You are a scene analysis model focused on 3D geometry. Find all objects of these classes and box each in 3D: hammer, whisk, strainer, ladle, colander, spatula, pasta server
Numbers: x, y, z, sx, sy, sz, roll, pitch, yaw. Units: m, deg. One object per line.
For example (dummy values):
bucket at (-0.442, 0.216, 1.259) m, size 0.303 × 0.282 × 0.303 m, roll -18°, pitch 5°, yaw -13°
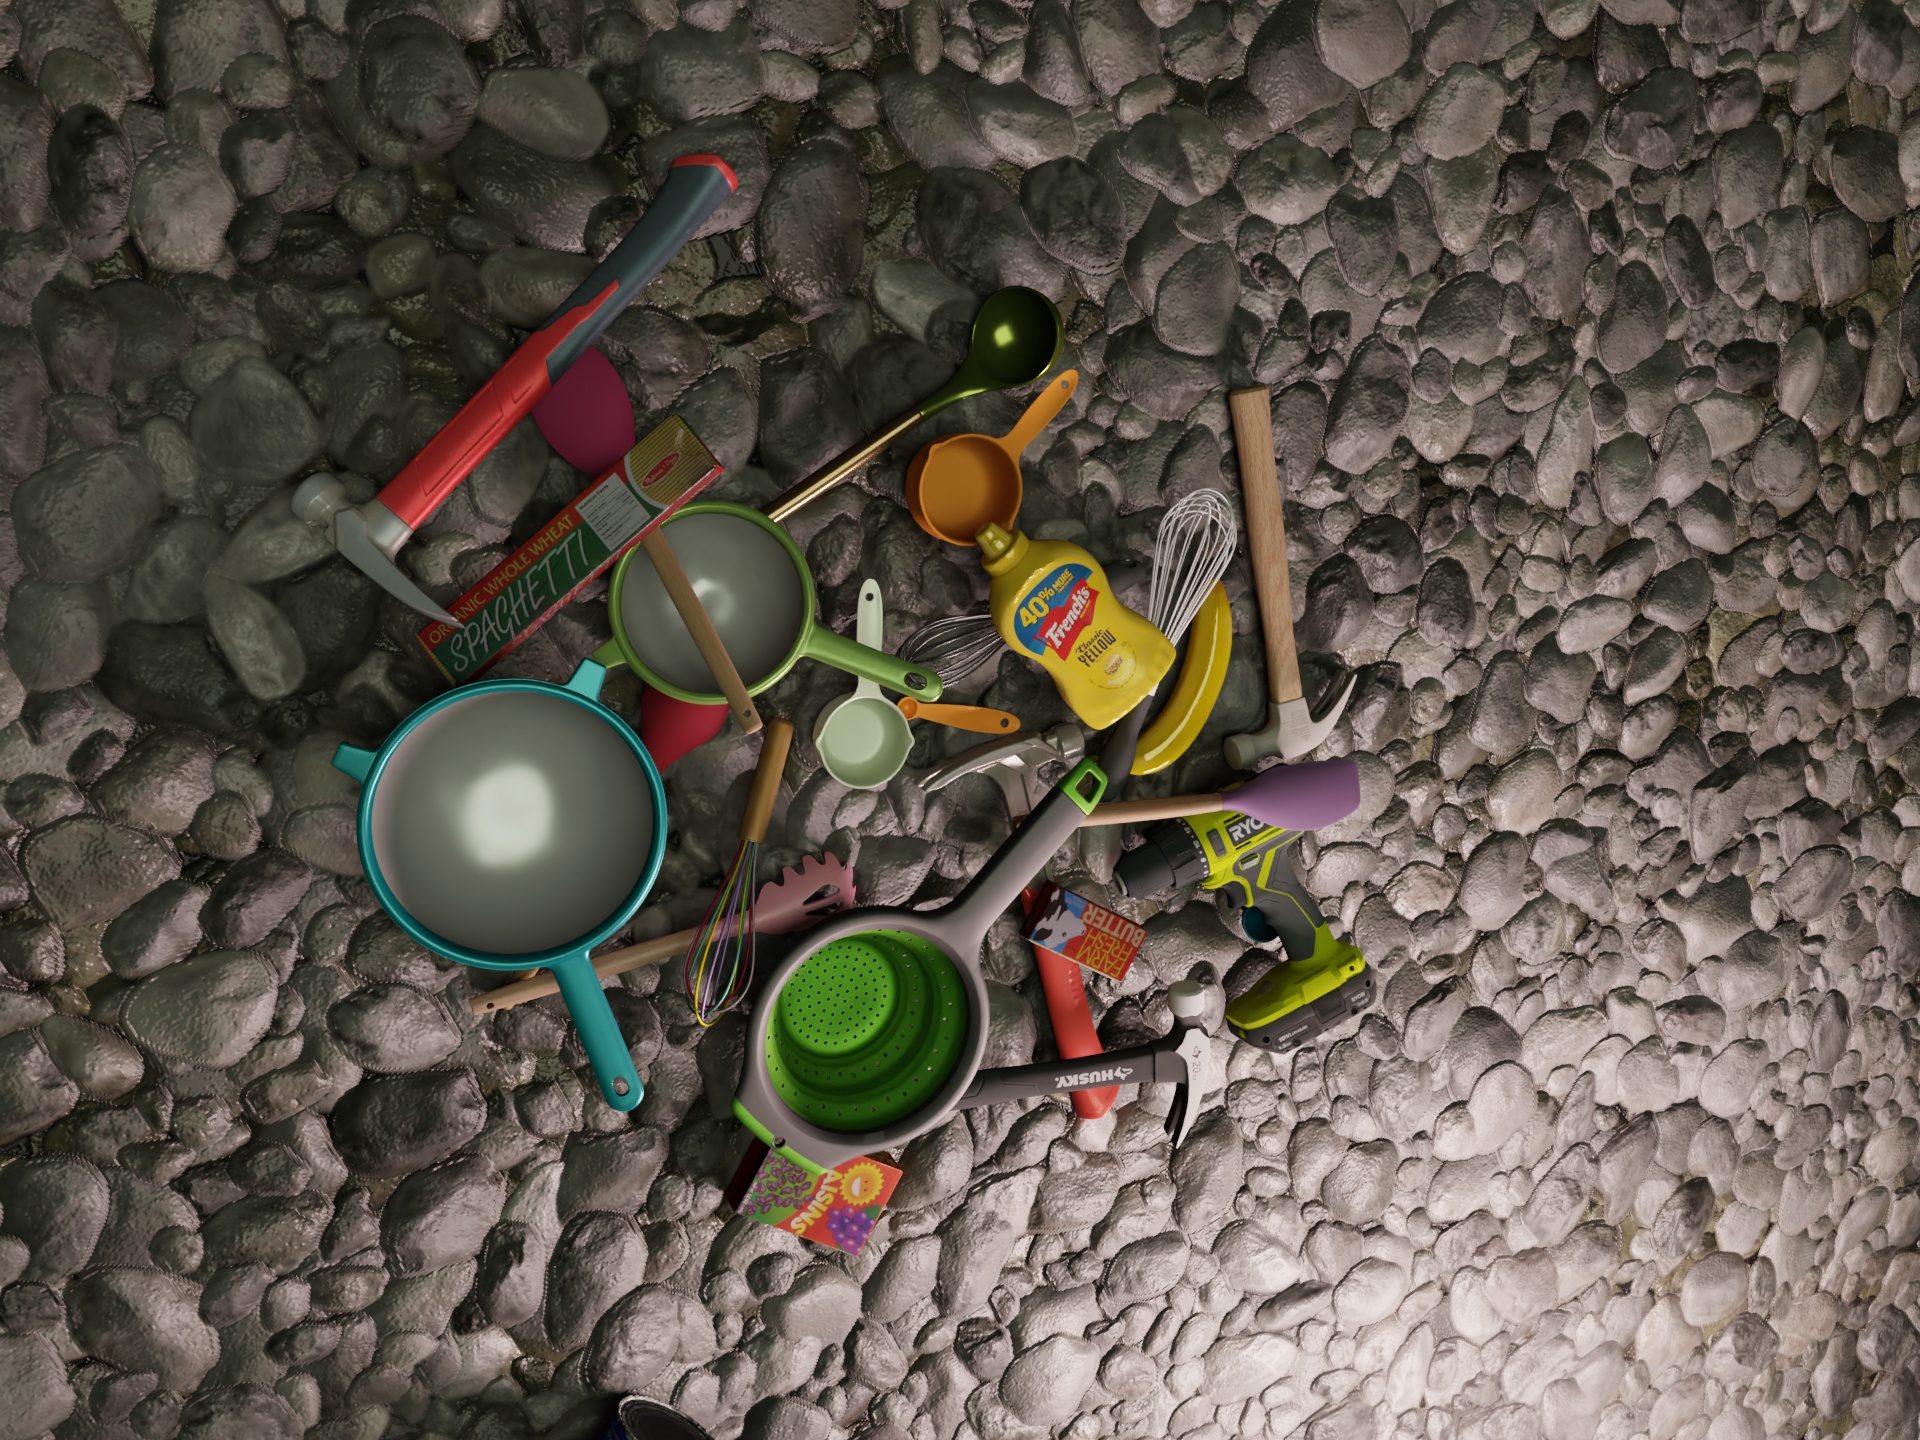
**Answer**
hammer at (0.070, 0.187, 1.378) m, size 0.149 × 0.037 × 0.359 m, roll -19°, pitch 107°, yaw -18°
whisk at (0.054, -0.085, 1.310) m, size 0.239 × 0.055 × 0.055 m, roll -24°, pitch 109°, yaw -20°
strainer at (-0.135, -0.067, 1.196) m, size 0.256 × 0.069 × 0.151 m, roll 21°, pitch 86°, yaw -5°
ladle at (-0.270, 0.085, 1.222) m, size 0.069 × 0.031 × 0.315 m, roll 31°, pitch 90°, yaw -23°
whisk at (0.167, -0.062, 1.343) m, size 0.070 × 0.070 × 0.284 m, roll 17°, pitch 94°, yaw -25°
strainer at (-0.304, 0.125, 1.173) m, size 0.211 × 0.095 × 0.340 m, roll -21°, pitch 106°, yaw -10°
whisk at (-0.168, 0.116, 1.236) m, size 0.047 × 0.051 × 0.245 m, roll 23°, pitch 74°, yaw -35°
colander at (-0.032, 0.178, 1.300) m, size 0.397 × 0.095 × 0.204 m, roll -48°, pitch 114°, yaw -7°
spatula at (0.197, 0.074, 1.357) m, size 0.316 × 0.018 × 0.060 m, roll -5°, pitch 93°, yaw -13°
pasta server at (-0.226, 0.173, 1.250) m, size 0.316 × 0.040 × 0.060 m, roll -16°, pitch 107°, yaw -19°
hammer at (-0.282, -0.244, 1.117) m, size 0.143 × 0.038 × 0.386 m, roll 40°, pitch 80°, yaw 5°
hammer at (0.052, 0.316, 1.368) m, size 0.334 × 0.035 × 0.146 m, roll -6°, pitch 106°, yaw -11°
hammer at (0.276, -0.128, 1.399) m, size 0.130 × 0.031 × 0.331 m, roll -15°, pitch 106°, yaw -19°
ladle at (-0.055, -0.228, 1.229) m, size 0.320 × 0.062 × 0.078 m, roll -36°, pitch 75°, yaw -8°

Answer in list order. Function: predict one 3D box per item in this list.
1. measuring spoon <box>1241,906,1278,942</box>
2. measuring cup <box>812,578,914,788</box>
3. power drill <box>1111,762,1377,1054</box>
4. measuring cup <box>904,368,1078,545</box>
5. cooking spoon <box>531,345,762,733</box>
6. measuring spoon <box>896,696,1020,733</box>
measuring spoon at (0.274, 0.140, 1.467) m, size 0.042 × 0.021 × 0.128 m, roll -5°, pitch 94°, yaw -12°
measuring cup at (-0.080, -0.031, 1.270) m, size 0.083 × 0.038 × 0.167 m, roll -1°, pitch 99°, yaw -22°
power drill at (0.255, 0.174, 1.415) m, size 0.190 × 0.080 × 0.228 m, roll -26°, pitch 97°, yaw -10°
measuring cup at (0.027, -0.216, 1.268) m, size 0.173 × 0.052 × 0.095 m, roll -49°, pitch 114°, yaw -8°
cooking spoon at (-0.223, -0.133, 1.146) m, size 0.069 × 0.017 × 0.319 m, roll -28°, pitch 91°, yaw -10°
measuring spoon at (-0.002, -0.004, 1.324) m, size 0.116 × 0.011 × 0.021 m, roll 8°, pitch 98°, yaw -27°
